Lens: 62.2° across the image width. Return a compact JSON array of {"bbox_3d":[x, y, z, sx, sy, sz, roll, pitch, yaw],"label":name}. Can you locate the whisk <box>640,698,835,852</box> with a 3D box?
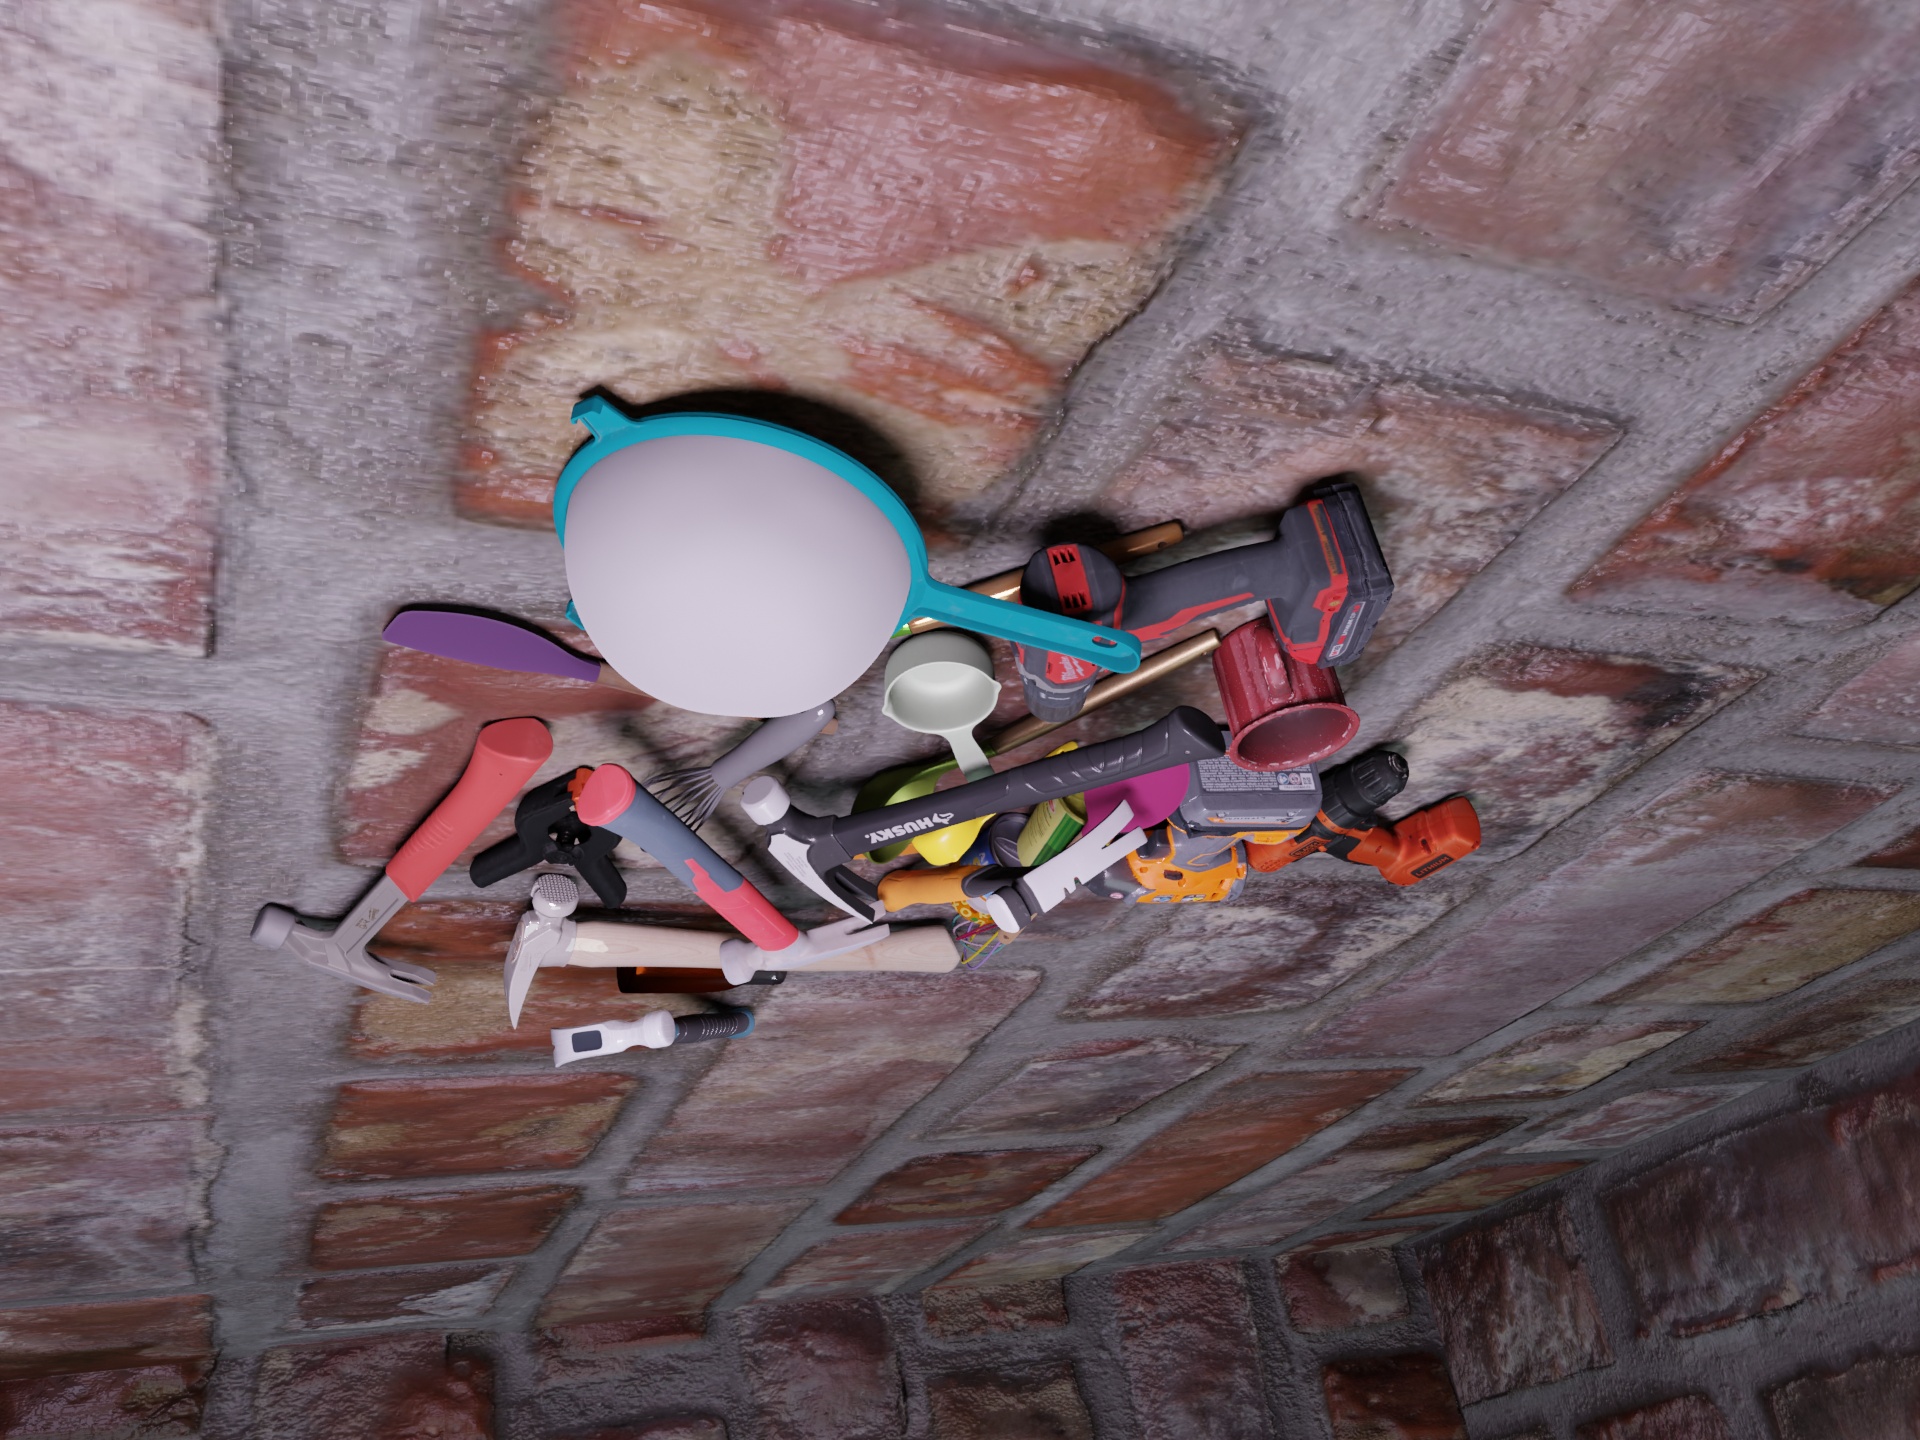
[{"bbox_3d":[-0.163,0.035,1.114,0.055,0.055,0.239,17,145,-40],"label":"whisk"}]

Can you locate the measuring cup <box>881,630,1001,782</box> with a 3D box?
[{"bbox_3d":[-0.002,-0.004,1.109,0.083,0.038,0.167,-13,143,10],"label":"measuring cup"}]

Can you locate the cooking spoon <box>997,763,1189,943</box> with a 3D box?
[{"bbox_3d":[0.089,0.100,1.216,0.069,0.017,0.318,31,141,-1],"label":"cooking spoon"}]

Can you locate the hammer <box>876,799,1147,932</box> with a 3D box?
[{"bbox_3d":[0.015,0.120,1.233,0.127,0.034,0.337,-32,-174,-24],"label":"hammer"}]

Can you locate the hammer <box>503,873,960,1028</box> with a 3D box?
[{"bbox_3d":[-0.188,0.209,1.394,0.410,0.038,0.146,7,124,-30],"label":"hammer"}]

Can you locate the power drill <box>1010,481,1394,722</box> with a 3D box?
[{"bbox_3d":[0.142,-0.062,1.014,0.226,0.080,0.187,-11,157,-5],"label":"power drill"}]

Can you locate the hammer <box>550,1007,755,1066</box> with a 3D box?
[{"bbox_3d":[-0.262,0.283,1.449,0.128,0.033,0.331,-11,169,12],"label":"hammer"}]

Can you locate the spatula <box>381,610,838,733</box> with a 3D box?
[{"bbox_3d":[-0.213,-0.027,1.035,0.315,0.018,0.060,14,149,-36],"label":"spatula"}]

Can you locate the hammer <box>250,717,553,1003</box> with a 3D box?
[{"bbox_3d":[-0.388,0.106,1.173,0.149,0.037,0.359,28,133,-28],"label":"hammer"}]

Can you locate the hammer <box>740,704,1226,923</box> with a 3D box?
[{"bbox_3d":[0.023,0.056,1.114,0.335,0.035,0.146,-17,130,21],"label":"hammer"}]

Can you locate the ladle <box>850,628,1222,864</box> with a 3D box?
[{"bbox_3d":[0.052,0.019,1.171,0.320,0.062,0.078,-27,164,21],"label":"ladle"}]

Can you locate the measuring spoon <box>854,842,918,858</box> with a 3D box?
[{"bbox_3d":[-0.074,0.106,1.329,0.117,0.011,0.021,-4,150,-19],"label":"measuring spoon"}]

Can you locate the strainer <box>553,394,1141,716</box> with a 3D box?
[{"bbox_3d":[-0.066,-0.048,0.877,0.340,0.095,0.210,14,146,-6],"label":"strainer"}]

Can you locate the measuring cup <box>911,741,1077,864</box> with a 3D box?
[{"bbox_3d":[0.023,0.056,1.242,0.156,0.062,0.029,-37,122,19],"label":"measuring cup"}]

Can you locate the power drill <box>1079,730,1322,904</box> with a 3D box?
[{"bbox_3d":[0.185,0.090,1.316,0.164,0.084,0.226,0,152,-15],"label":"power drill"}]

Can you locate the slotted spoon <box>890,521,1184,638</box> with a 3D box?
[{"bbox_3d":[-0.009,-0.072,1.018,0.314,0.031,0.070,-18,140,9],"label":"slotted spoon"}]

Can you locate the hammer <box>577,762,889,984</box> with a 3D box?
[{"bbox_3d":[-0.166,0.114,1.172,0.143,0.038,0.386,-17,154,5],"label":"hammer"}]

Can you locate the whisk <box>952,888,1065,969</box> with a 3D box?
[{"bbox_3d":[0.050,0.165,1.414,0.047,0.051,0.245,-27,169,-32],"label":"whisk"}]
